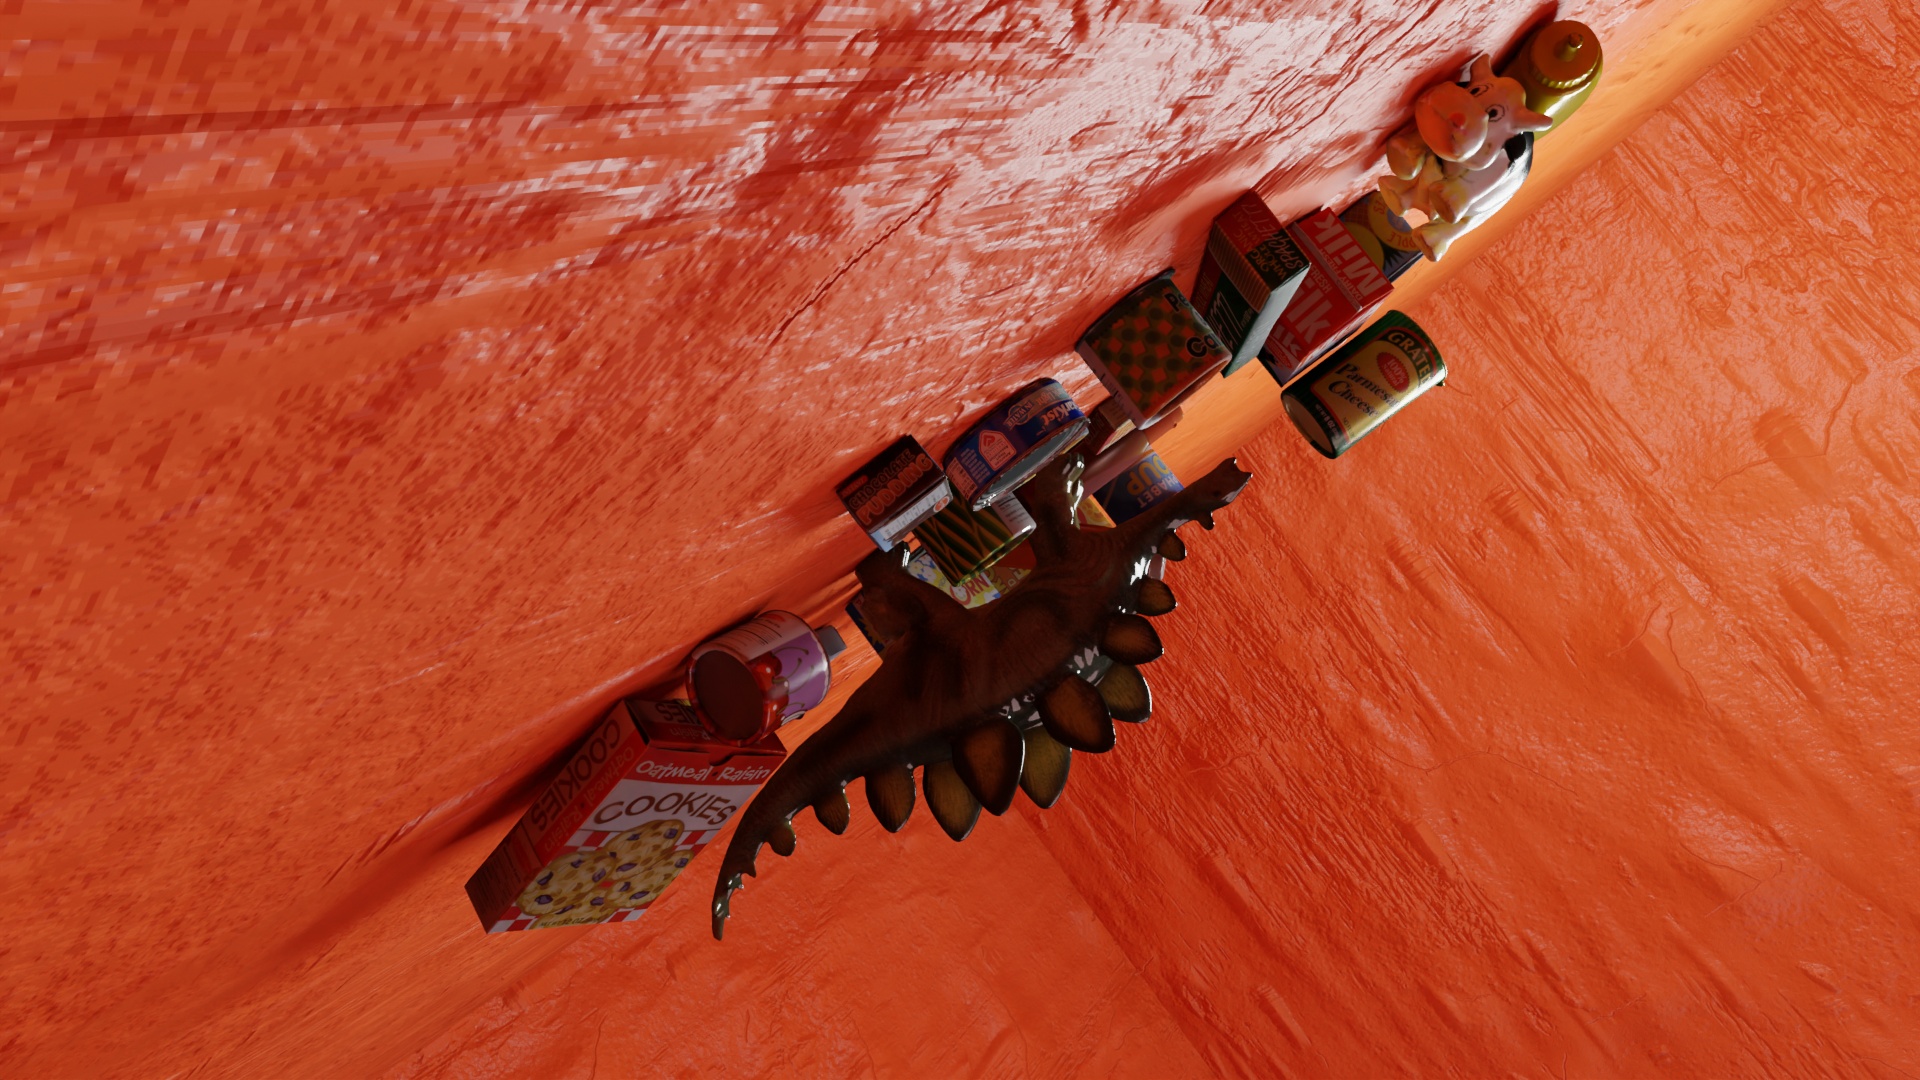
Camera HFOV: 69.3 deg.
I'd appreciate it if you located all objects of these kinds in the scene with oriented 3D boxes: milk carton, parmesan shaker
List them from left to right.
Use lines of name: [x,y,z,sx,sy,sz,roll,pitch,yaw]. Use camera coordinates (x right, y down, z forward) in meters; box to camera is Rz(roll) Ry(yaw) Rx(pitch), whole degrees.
milk carton: [0.240,-0.168,0.961,0.073,0.072,0.190,-37,173,3]
parmesan shaker: [0.302,-0.114,1.041,0.103,0.071,0.071,-37,173,0]

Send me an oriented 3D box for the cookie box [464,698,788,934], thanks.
cookie box: [-0.202,0.171,0.851,0.167,0.040,0.123,-48,149,16]

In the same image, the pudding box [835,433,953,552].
pudding box: [-0.033,-0.023,0.716,0.050,0.030,0.083,-38,174,-2]

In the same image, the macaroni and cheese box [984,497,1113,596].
macaroni and cheese box: [0.065,0.033,1.221,0.167,0.124,0.040,-35,170,-20]

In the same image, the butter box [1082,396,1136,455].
butter box: [0.141,-0.109,1.063,0.104,0.024,0.053,-35,173,-19]

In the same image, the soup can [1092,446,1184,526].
soup can: [0.142,-0.056,1.181,0.071,0.084,0.071,-37,173,-5]

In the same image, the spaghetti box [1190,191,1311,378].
spaghetti box: [0.167,-0.145,0.833,0.028,0.050,0.250,-36,174,2]

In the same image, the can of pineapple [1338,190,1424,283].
can of pineapple: [0.300,-0.215,1.018,0.071,0.058,0.071,-37,174,-5]

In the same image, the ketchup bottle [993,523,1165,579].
ketchup bottle: [0.096,0.007,1.157,0.064,0.149,0.043,56,42,-74]

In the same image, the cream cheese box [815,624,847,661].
cream cheese box: [-0.134,0.098,1.059,0.053,0.024,0.104,-39,173,26]

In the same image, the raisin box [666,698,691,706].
raisin box: [-0.206,0.145,0.940,0.086,0.040,0.123,-36,175,-4]

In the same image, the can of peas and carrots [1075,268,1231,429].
can of peas and carrots: [0.108,-0.105,0.766,0.071,0.059,0.071,-37,174,-4]

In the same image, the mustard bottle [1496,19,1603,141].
mustard bottle: [0.375,-0.296,0.883,0.065,0.049,0.160,-35,173,9]

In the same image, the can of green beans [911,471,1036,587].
can of green beans: [0.005,-0.012,0.865,0.071,0.058,0.071,-36,173,-5]

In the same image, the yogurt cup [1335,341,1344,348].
yogurt cup: [0.277,-0.185,1.087,0.072,0.072,0.054,-37,165,2]

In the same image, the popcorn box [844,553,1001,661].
popcorn box: [-0.021,0.057,1.098,0.038,0.085,0.127,-41,173,37]

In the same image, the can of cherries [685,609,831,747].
can of cherries: [-0.119,0.084,0.823,0.071,0.071,0.058,-42,172,36]

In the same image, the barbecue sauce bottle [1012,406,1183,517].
barbecue sauce bottle: [0.110,-0.067,1.109,0.149,0.044,0.065,-37,174,-7]
